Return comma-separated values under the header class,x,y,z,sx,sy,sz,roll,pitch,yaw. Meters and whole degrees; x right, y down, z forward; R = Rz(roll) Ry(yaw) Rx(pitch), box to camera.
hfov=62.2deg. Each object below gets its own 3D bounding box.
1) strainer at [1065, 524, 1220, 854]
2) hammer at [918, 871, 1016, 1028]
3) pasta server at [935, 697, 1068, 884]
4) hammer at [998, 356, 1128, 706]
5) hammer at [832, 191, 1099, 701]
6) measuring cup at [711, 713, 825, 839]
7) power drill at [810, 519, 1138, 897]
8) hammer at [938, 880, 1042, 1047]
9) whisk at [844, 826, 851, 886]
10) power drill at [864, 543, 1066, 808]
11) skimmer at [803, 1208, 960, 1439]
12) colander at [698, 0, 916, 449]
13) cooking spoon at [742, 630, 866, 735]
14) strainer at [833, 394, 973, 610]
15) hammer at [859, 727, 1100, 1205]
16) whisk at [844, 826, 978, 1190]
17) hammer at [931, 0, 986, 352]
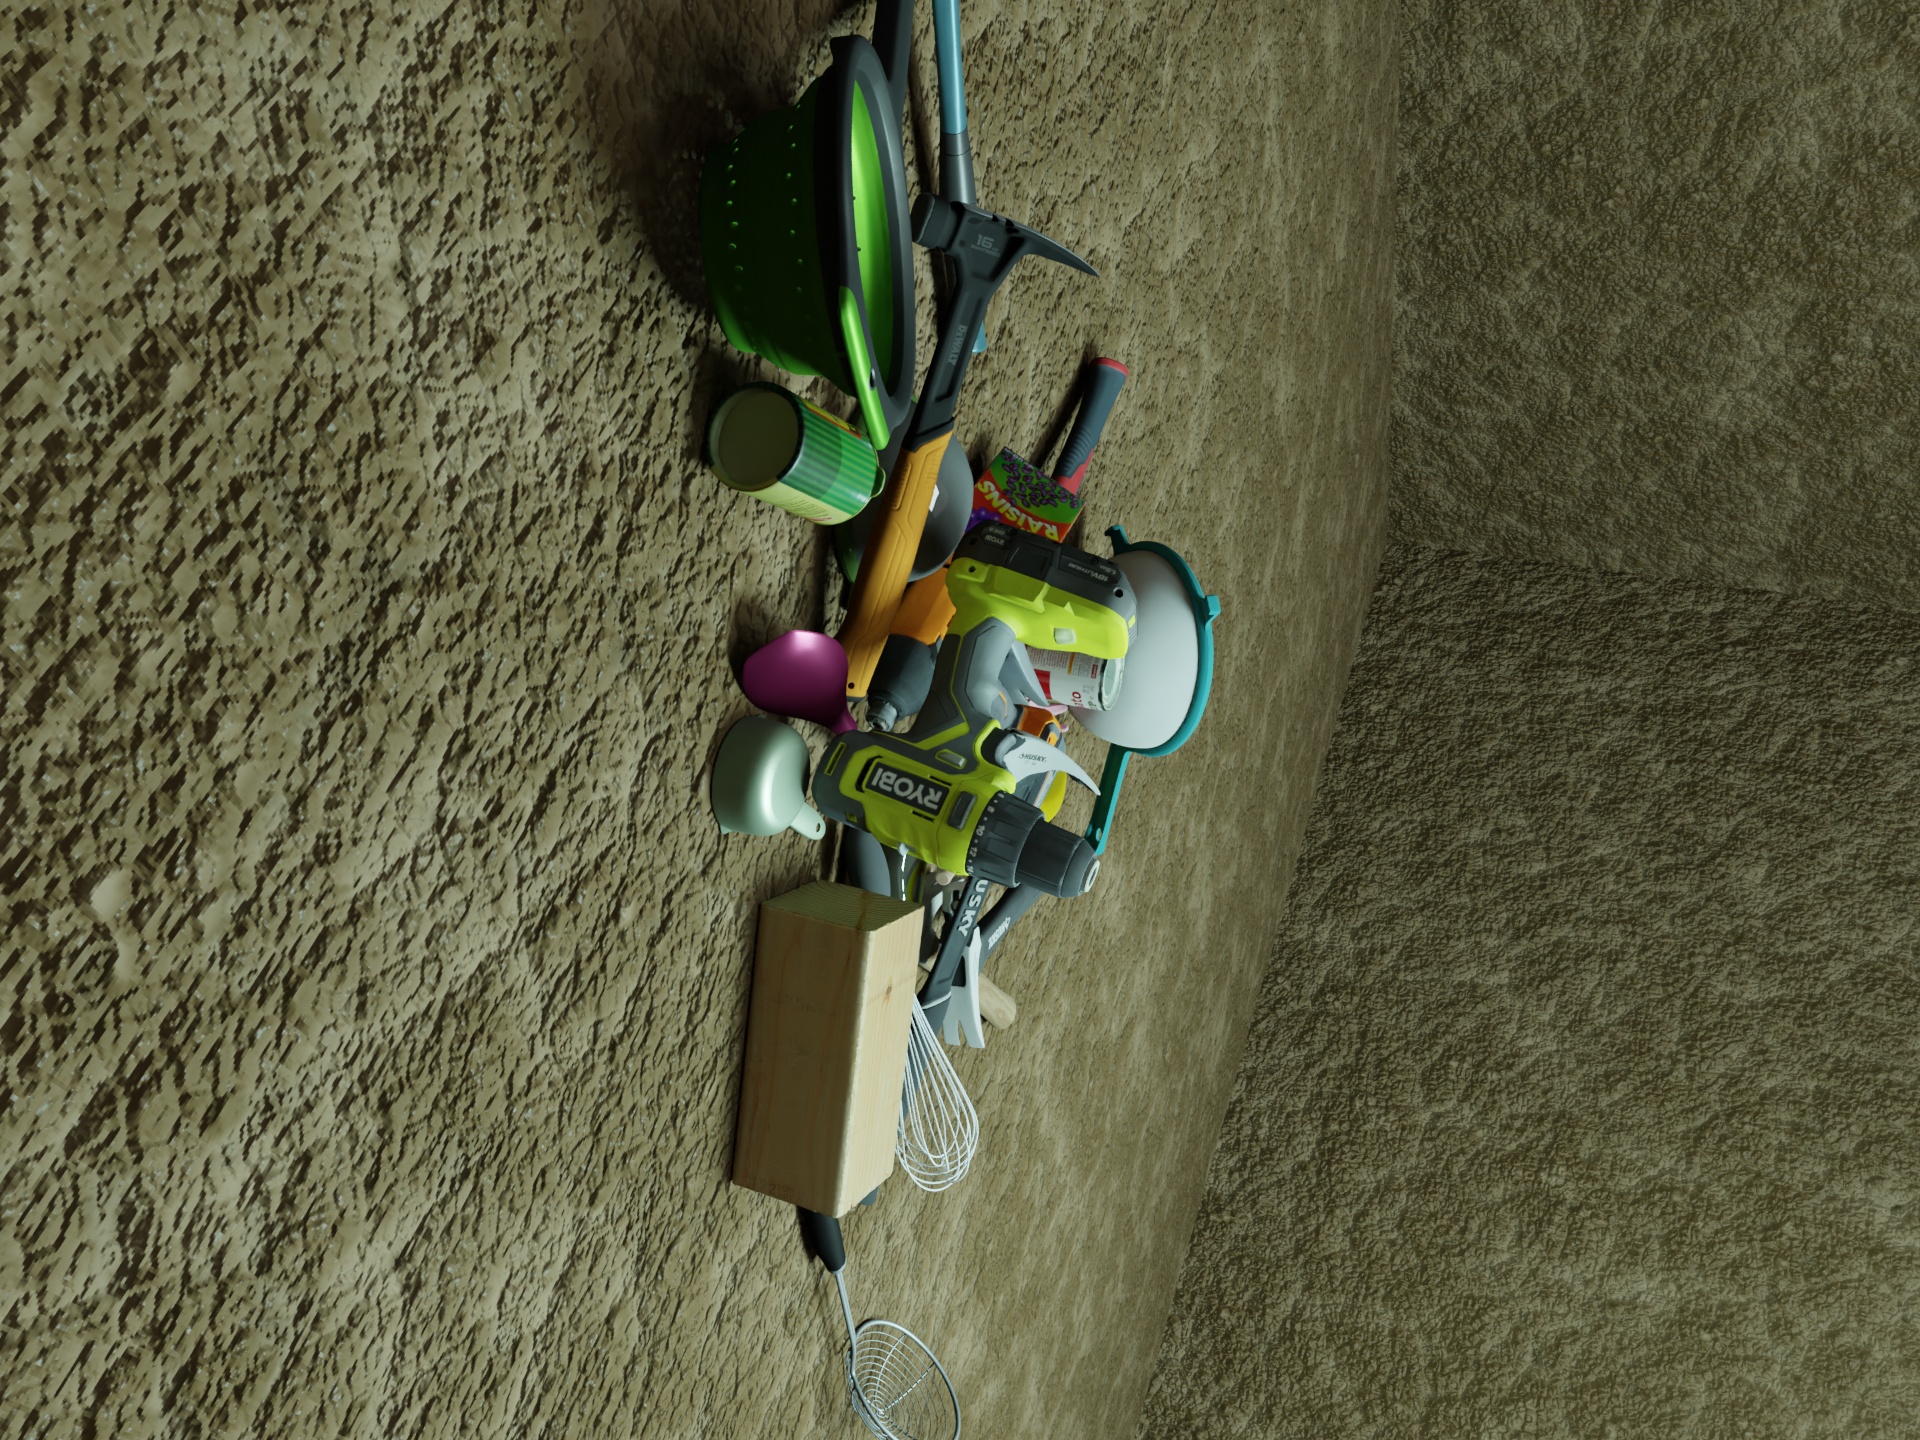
class,x,y,z,sx,sy,sz,roll,pitch,yaw
strainer,0.135,-0.011,1.564,0.095,0.211,0.340,-3,119,-28
hammer,-0.001,0.230,1.449,0.331,0.031,0.130,53,51,-63
pasta server,0.037,0.053,1.409,0.316,0.040,0.060,-58,133,-57
hammer,0.093,-0.189,1.435,0.143,0.038,0.387,64,36,-40
hammer,-0.022,-0.166,1.056,0.034,0.127,0.336,51,-55,58
measuring cup,-0.111,0.053,1.064,0.167,0.038,0.083,49,55,-62
power drill,0.032,-0.003,1.056,0.228,0.190,0.080,-64,164,-17
hammer,0.044,0.178,1.453,0.335,0.035,0.146,-33,126,-69
whisk,-0.081,0.180,1.205,0.047,0.051,0.245,-6,102,-62
power drill,-0.002,-0.004,1.243,0.164,0.084,0.226,-61,143,-32
skimmer,-0.066,0.480,1.320,0.127,0.090,0.363,-106,-173,-55
colander,-0.082,-0.328,0.916,0.204,0.094,0.397,76,14,-55
cooking spoon,-0.070,0.016,1.120,0.069,0.017,0.318,-34,150,3
strainer,-0.031,-0.204,1.106,0.151,0.069,0.256,-54,149,-49
hammer,-0.012,0.199,1.248,0.149,0.036,0.409,11,105,-43
whisk,-0.044,0.213,1.180,0.070,0.070,0.284,-26,104,-64
hammer,-0.004,-0.397,1.099,0.330,0.033,0.128,85,6,-45
